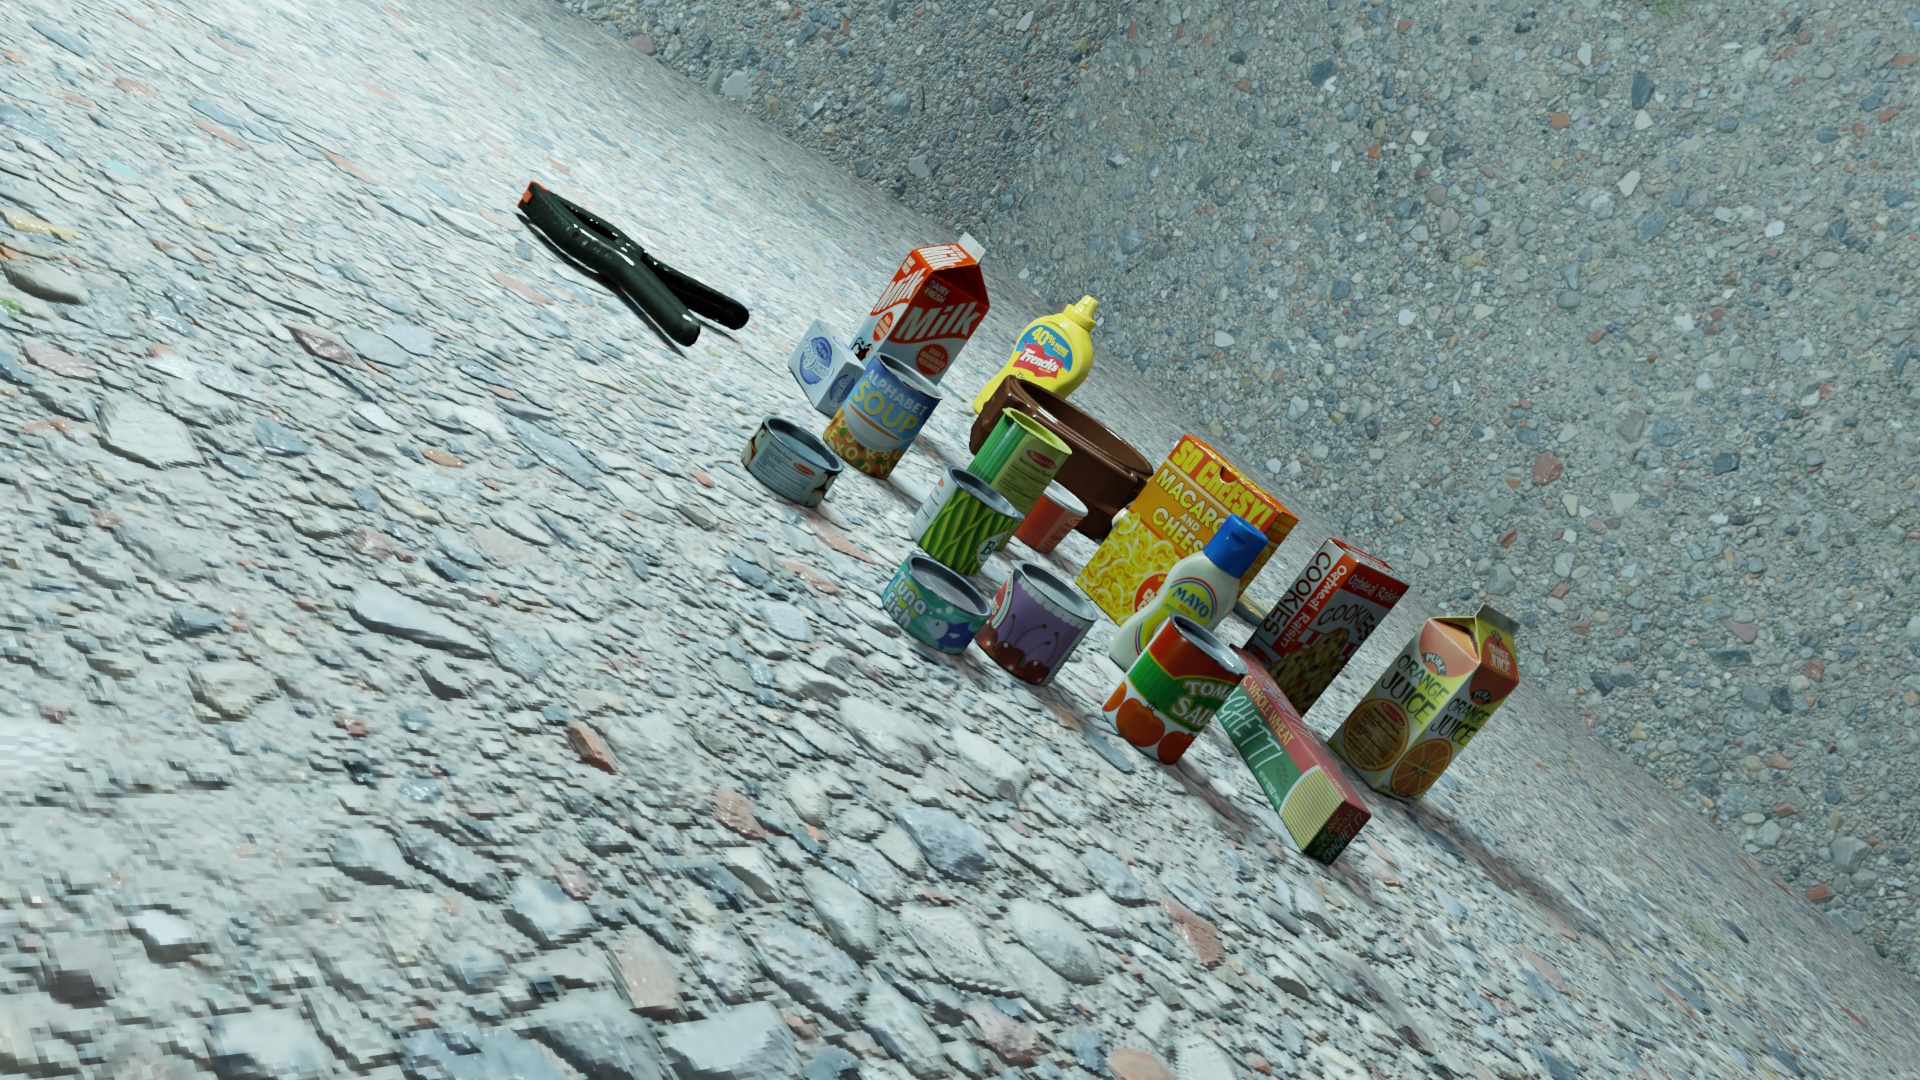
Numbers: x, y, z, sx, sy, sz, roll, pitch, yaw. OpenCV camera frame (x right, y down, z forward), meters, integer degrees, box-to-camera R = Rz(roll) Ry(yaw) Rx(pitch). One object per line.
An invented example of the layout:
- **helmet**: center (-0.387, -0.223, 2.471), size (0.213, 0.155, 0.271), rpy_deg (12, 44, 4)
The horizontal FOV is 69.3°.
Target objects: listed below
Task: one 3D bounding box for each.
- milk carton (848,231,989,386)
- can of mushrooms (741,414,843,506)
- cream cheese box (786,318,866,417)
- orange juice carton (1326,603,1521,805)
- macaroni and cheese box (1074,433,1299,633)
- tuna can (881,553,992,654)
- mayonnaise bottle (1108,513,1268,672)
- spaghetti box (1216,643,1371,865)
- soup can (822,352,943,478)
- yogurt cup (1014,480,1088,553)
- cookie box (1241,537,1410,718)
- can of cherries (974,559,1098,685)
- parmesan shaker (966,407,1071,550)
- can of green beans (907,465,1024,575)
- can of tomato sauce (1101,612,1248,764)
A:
- **milk carton**: center (-0.039, -0.203, 1.314), size (0.073, 0.190, 0.072), rpy_deg (28, 15, -28)
- **can of mushrooms**: center (-0.117, -0.056, 0.972), size (0.071, 0.033, 0.071), rpy_deg (33, 14, -9)
- **cream cheese box**: center (-0.121, -0.156, 1.250), size (0.024, 0.053, 0.104), rpy_deg (26, 16, -34)
- **orange juice carton**: center (0.433, 0.142, 1.266), size (0.072, 0.192, 0.073), rpy_deg (25, 17, -37)
- **macaroni and cheese box**: center (0.192, 0.010, 1.196), size (0.040, 0.166, 0.124), rpy_deg (19, 21, -49)
- **tuna can**: center (-0.017, 0.040, 0.888), size (0.071, 0.032, 0.071), rpy_deg (33, 14, -9)
- **mayonnaise bottle**: center (0.181, 0.048, 1.085), size (0.065, 0.147, 0.041), rpy_deg (38, 14, 11)
- **spaghetti box**: center (0.243, 0.156, 1.073), size (0.028, 0.050, 0.251), rpy_deg (31, 15, -19)
- **soup can**: center (-0.065, -0.102, 1.141), size (0.071, 0.083, 0.071), rpy_deg (33, 14, -9)
- **yogurt cup**: center (0.075, -0.025, 1.271), size (0.072, 0.054, 0.072), rpy_deg (33, 14, -9)
- **cookie box**: center (0.313, 0.083, 1.234), size (0.123, 0.167, 0.040), rpy_deg (18, 22, -51)
- **can of cherries**: center (0.048, 0.054, 0.939), size (0.071, 0.058, 0.072), rpy_deg (33, 14, -9)
- **parmesan shaker**: center (0.035, -0.052, 1.170), size (0.071, 0.103, 0.071), rpy_deg (33, 14, -9)
- **can of green beans**: center (0.002, -0.015, 1.061), size (0.071, 0.057, 0.071), rpy_deg (33, 14, -9)
- **can of tomato sauce**: center (0.148, 0.104, 0.959), size (0.071, 0.083, 0.071), rpy_deg (33, 14, -9)
